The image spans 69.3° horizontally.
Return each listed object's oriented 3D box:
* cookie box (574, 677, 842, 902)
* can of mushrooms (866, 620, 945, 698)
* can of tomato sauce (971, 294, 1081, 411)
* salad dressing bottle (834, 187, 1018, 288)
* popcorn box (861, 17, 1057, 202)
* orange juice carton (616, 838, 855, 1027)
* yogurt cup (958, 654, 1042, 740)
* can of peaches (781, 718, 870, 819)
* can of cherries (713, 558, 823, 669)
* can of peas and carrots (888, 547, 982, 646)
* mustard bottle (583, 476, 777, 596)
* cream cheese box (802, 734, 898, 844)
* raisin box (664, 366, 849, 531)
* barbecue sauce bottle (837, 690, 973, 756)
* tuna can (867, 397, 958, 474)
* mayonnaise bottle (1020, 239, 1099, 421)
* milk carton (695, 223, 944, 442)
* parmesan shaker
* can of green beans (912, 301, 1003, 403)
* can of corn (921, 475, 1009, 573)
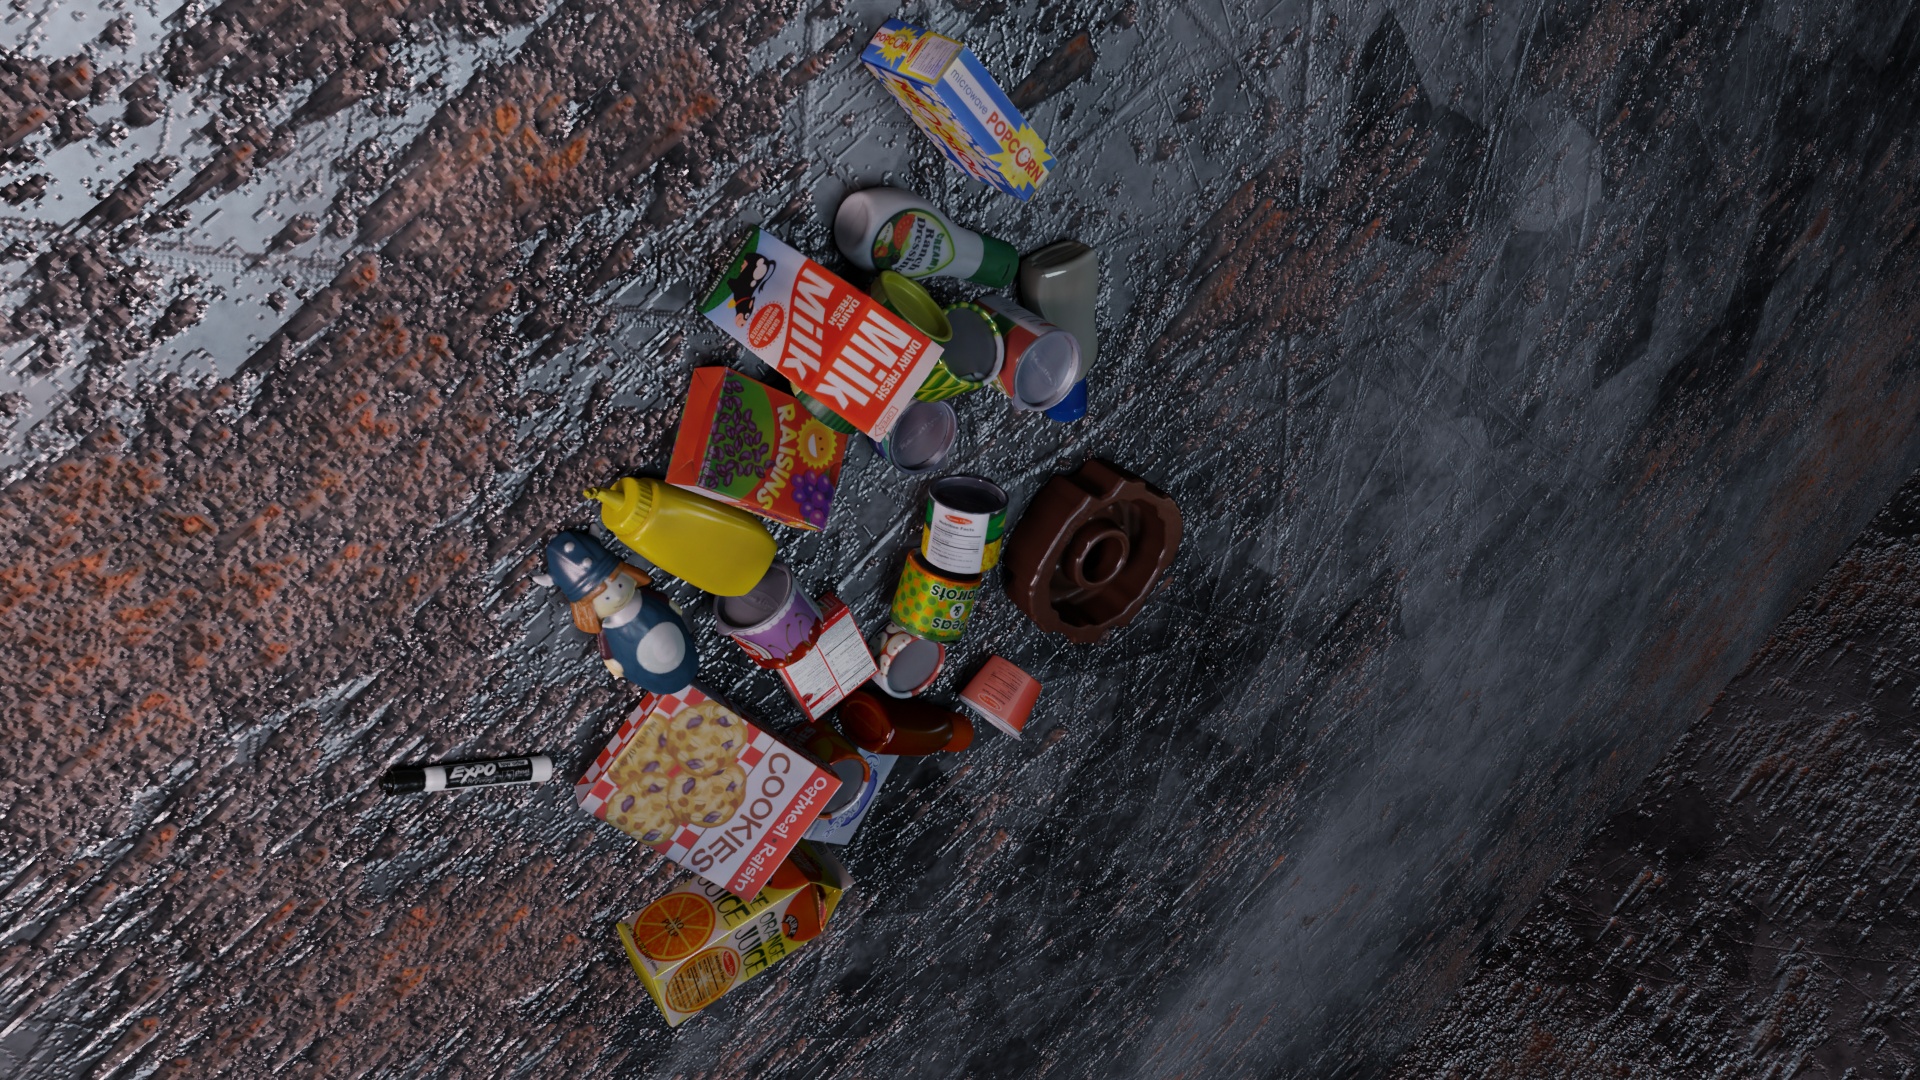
[{"bbox_3d":[-0.194,0.191,1.086,0.167,0.040,0.123,38,89,-26],"label":"cookie box"},{"bbox_3d":[-0.047,0.100,1.202,0.071,0.033,0.070,-22,129,-29],"label":"can of mushrooms"},{"bbox_3d":[0.041,-0.145,1.078,0.071,0.083,0.070,-22,130,-29],"label":"can of tomato sauce"},{"bbox_3d":[-0.021,-0.214,1.006,0.148,0.044,0.064,4,120,-43],"label":"salad dressing bottle"},{"bbox_3d":[0.000,-0.291,0.942,0.038,0.085,0.126,-53,138,-1],"label":"popcorn box"},{"bbox_3d":[-0.188,0.323,1.197,0.193,0.072,0.072,-28,133,-25],"label":"orange juice carton"},{"bbox_3d":[0.039,0.142,1.286,0.054,0.072,0.072,-55,139,-9],"label":"yogurt cup"},{"bbox_3d":[-0.120,0.194,1.181,0.071,0.058,0.071,-23,131,-29],"label":"can of peaches"},{"bbox_3d":[-0.148,0.058,1.059,0.071,0.071,0.058,-43,139,-11],"label":"can of cherries"},{"bbox_3d":[-0.019,0.046,1.162,0.071,0.071,0.058,0,116,-42],"label":"can of peas and carrots"},{"bbox_3d":[-0.202,-0.011,0.978,0.160,0.049,0.065,30,97,-47],"label":"mustard bottle"},{"bbox_3d":[-0.101,0.223,1.242,0.053,0.024,0.103,21,102,-47],"label":"cream cheese box"},{"bbox_3d":[-0.140,-0.063,0.984,0.123,0.040,0.086,22,77,-47],"label":"raisin box"},{"bbox_3d":[-0.042,0.165,1.232,0.148,0.065,0.043,18,106,-55],"label":"barbecue sauce bottle"},{"bbox_3d":[-0.036,-0.086,1.086,0.071,0.033,0.070,-22,130,-29],"label":"tuna can"},{"bbox_3d":[0.083,-0.167,1.134,0.065,0.041,0.147,-27,133,-25],"label":"mayonnaise bottle"},{"bbox_3d":[-0.084,-0.130,0.896,0.073,0.191,0.072,31,95,-48],"label":"milk carton"},{"bbox_3d":[-0.064,-0.133,0.985,0.102,0.071,0.071,-43,143,25],"label":"parmesan shaker"},{"bbox_3d":[-0.010,-0.140,1.035,0.071,0.057,0.071,7,79,-37],"label":"can of green beans"},{"bbox_3d":[0.004,-0.014,1.148,0.071,0.071,0.058,-14,126,-35],"label":"can of corn"}]
